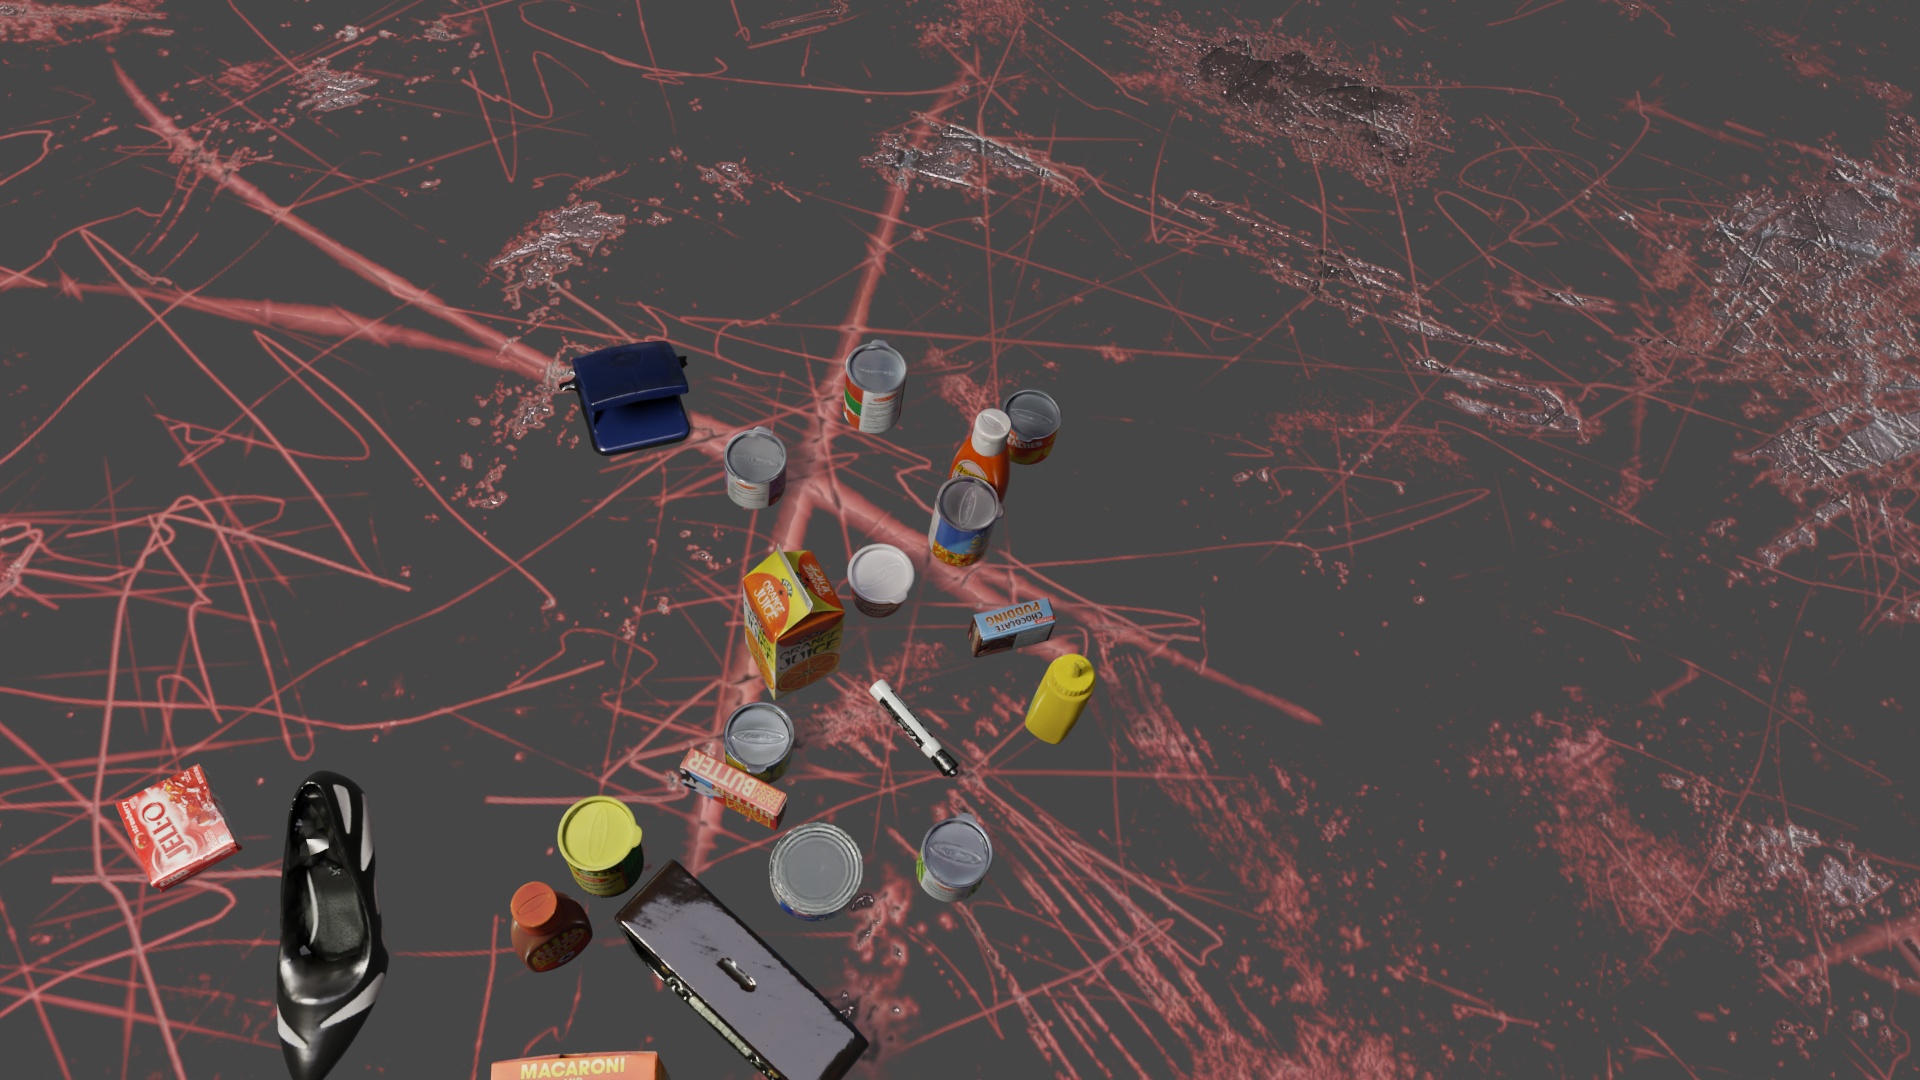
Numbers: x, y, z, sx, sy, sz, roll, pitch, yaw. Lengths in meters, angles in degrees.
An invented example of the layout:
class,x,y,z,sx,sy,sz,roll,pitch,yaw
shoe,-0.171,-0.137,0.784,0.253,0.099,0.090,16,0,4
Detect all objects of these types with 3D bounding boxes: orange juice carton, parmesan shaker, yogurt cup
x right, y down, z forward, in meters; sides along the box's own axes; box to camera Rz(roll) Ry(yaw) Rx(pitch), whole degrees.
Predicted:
class,x,y,z,sx,sy,sz,roll,pitch,yaw
orange juice carton,-0.159,0.075,1.323,0.073,0.191,0.072,-23,67,-19
parmesan shaker,-0.317,0.276,1.241,0.071,0.102,0.071,3,61,-6
yogurt cup,-0.083,0.044,1.429,0.072,0.053,0.073,3,61,-6

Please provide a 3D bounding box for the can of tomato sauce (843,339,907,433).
class,x,y,z,sx,sy,sz,roll,pitch,yaw
can of tomato sauce,-0.095,-0.168,1.528,0.071,0.082,0.071,3,61,-6

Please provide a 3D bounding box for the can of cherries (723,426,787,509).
class,x,y,z,sx,sy,sz,roll,pitch,yaw
can of cherries,-0.216,-0.077,1.475,0.071,0.058,0.072,3,61,-6

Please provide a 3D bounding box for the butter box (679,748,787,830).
class,x,y,z,sx,sy,sz,roll,pitch,yaw
butter box,-0.213,0.234,1.307,0.103,0.053,0.024,25,61,6

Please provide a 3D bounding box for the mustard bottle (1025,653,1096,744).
class,x,y,z,sx,sy,sz,roll,pitch,yaw
mustard bottle,0.101,0.144,1.340,0.049,0.159,0.065,29,62,8

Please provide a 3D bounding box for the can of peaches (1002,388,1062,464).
class,x,y,z,sx,sy,sz,roll,pitch,yaw
can of peaches,0.074,-0.124,1.542,0.071,0.057,0.071,3,61,-6

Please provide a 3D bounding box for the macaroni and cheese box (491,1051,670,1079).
class,x,y,z,sx,sy,sz,roll,pitch,yaw
macaroni and cheese box,-0.301,0.444,1.115,0.124,0.165,0.040,-1,62,-8

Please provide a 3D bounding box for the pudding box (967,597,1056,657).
class,x,y,z,sx,sy,sz,roll,pitch,yaw
pudding box,0.053,0.090,1.426,0.084,0.049,0.030,-13,64,-14

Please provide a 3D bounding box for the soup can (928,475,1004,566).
class,x,y,z,sx,sy,sz,roll,pitch,yaw
soup can,0.005,-0.018,1.459,0.071,0.083,0.071,3,61,-6

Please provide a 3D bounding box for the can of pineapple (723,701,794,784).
class,x,y,z,sx,sy,sz,roll,pitch,yaw
can of pineapple,-0.194,0.197,1.328,0.071,0.057,0.071,3,61,-6

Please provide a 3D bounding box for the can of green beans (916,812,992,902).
class,x,y,z,sx,sy,sz,roll,pitch,yaw
can of green beans,-0.006,0.299,1.298,0.071,0.057,0.071,3,61,-6

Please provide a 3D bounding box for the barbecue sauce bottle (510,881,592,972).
class,x,y,z,sx,sy,sz,roll,pitch,yaw
barbecue sauce bottle,-0.353,0.326,1.183,0.065,0.147,0.044,-30,70,-21

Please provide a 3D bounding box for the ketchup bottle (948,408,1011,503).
class,x,y,z,sx,sy,sz,roll,pitch,yaw
ketchup bottle,0.025,-0.085,1.461,0.065,0.148,0.044,34,63,11
